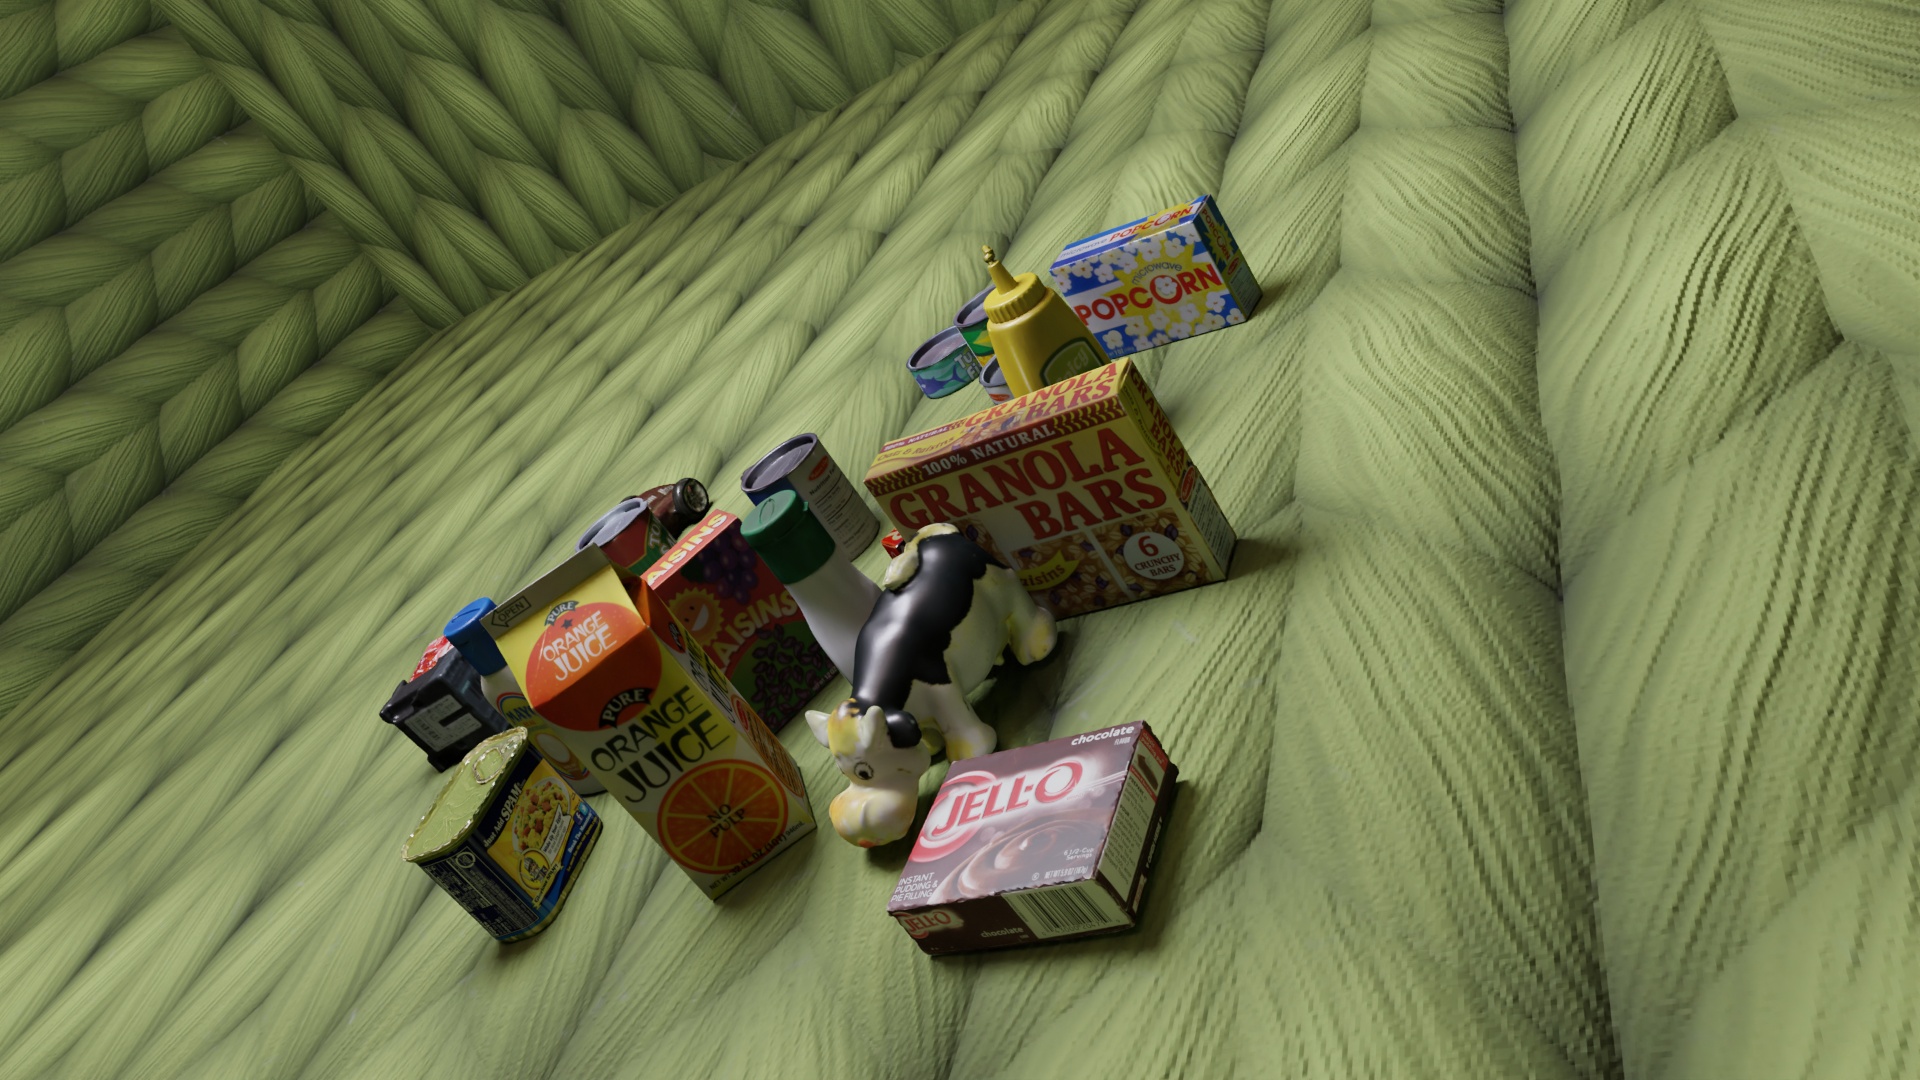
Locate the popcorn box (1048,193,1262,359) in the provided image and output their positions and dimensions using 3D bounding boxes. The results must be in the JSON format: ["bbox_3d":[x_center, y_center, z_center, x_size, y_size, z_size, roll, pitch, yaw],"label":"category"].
[{"bbox_3d":[0.137,-0.184,0.988,0.126,0.085,0.038,-11,34,41],"label":"popcorn box"}]

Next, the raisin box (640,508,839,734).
[{"bbox_3d":[-0.138,0.055,0.854,0.086,0.123,0.040,-44,26,-19],"label":"raisin box"}]

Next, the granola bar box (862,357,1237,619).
[{"bbox_3d":[0.048,-0.018,0.754,0.165,0.124,0.039,-16,30,35],"label":"granola bar box"}]

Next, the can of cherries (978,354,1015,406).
[{"bbox_3d":[0.058,-0.109,0.983,0.071,0.058,0.072,-28,25,15],"label":"can of cherries"}]

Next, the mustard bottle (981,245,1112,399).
[{"bbox_3d":[0.055,-0.118,0.881,0.065,0.159,0.049,-41,25,-13],"label":"mustard bottle"}]

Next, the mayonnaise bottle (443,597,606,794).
[{"bbox_3d":[-0.275,0.103,0.908,0.064,0.147,0.041,-18,29,32],"label":"mayonnaise bottle"}]

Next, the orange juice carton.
[{"bbox_3d":[-0.164,0.091,0.737,0.072,0.192,0.073,-36,24,-2],"label":"orange juice carton"}]

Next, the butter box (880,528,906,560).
[{"bbox_3d":[0.003,-0.011,0.881,0.104,0.053,0.024,-43,26,-18],"label":"butter box"}]

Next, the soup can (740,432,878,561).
[{"bbox_3d":[-0.111,-0.026,1.011,0.071,0.083,0.072,-28,25,15],"label":"soup can"}]

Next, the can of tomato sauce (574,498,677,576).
[{"bbox_3d":[-0.254,0.017,1.113,0.071,0.083,0.071,-28,25,15],"label":"can of tomato sauce"}]

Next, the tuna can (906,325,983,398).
[{"bbox_3d":[-0.008,-0.152,1.173,0.071,0.032,0.071,-28,26,15],"label":"tuna can"}]

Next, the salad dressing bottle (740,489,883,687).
[{"bbox_3d":[-0.064,0.038,0.762,0.044,0.147,0.064,-29,25,12],"label":"salad dressing bottle"}]

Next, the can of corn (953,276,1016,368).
[{"bbox_3d":[0.039,-0.169,1.114,0.071,0.058,0.071,-28,25,15],"label":"can of corn"}]
